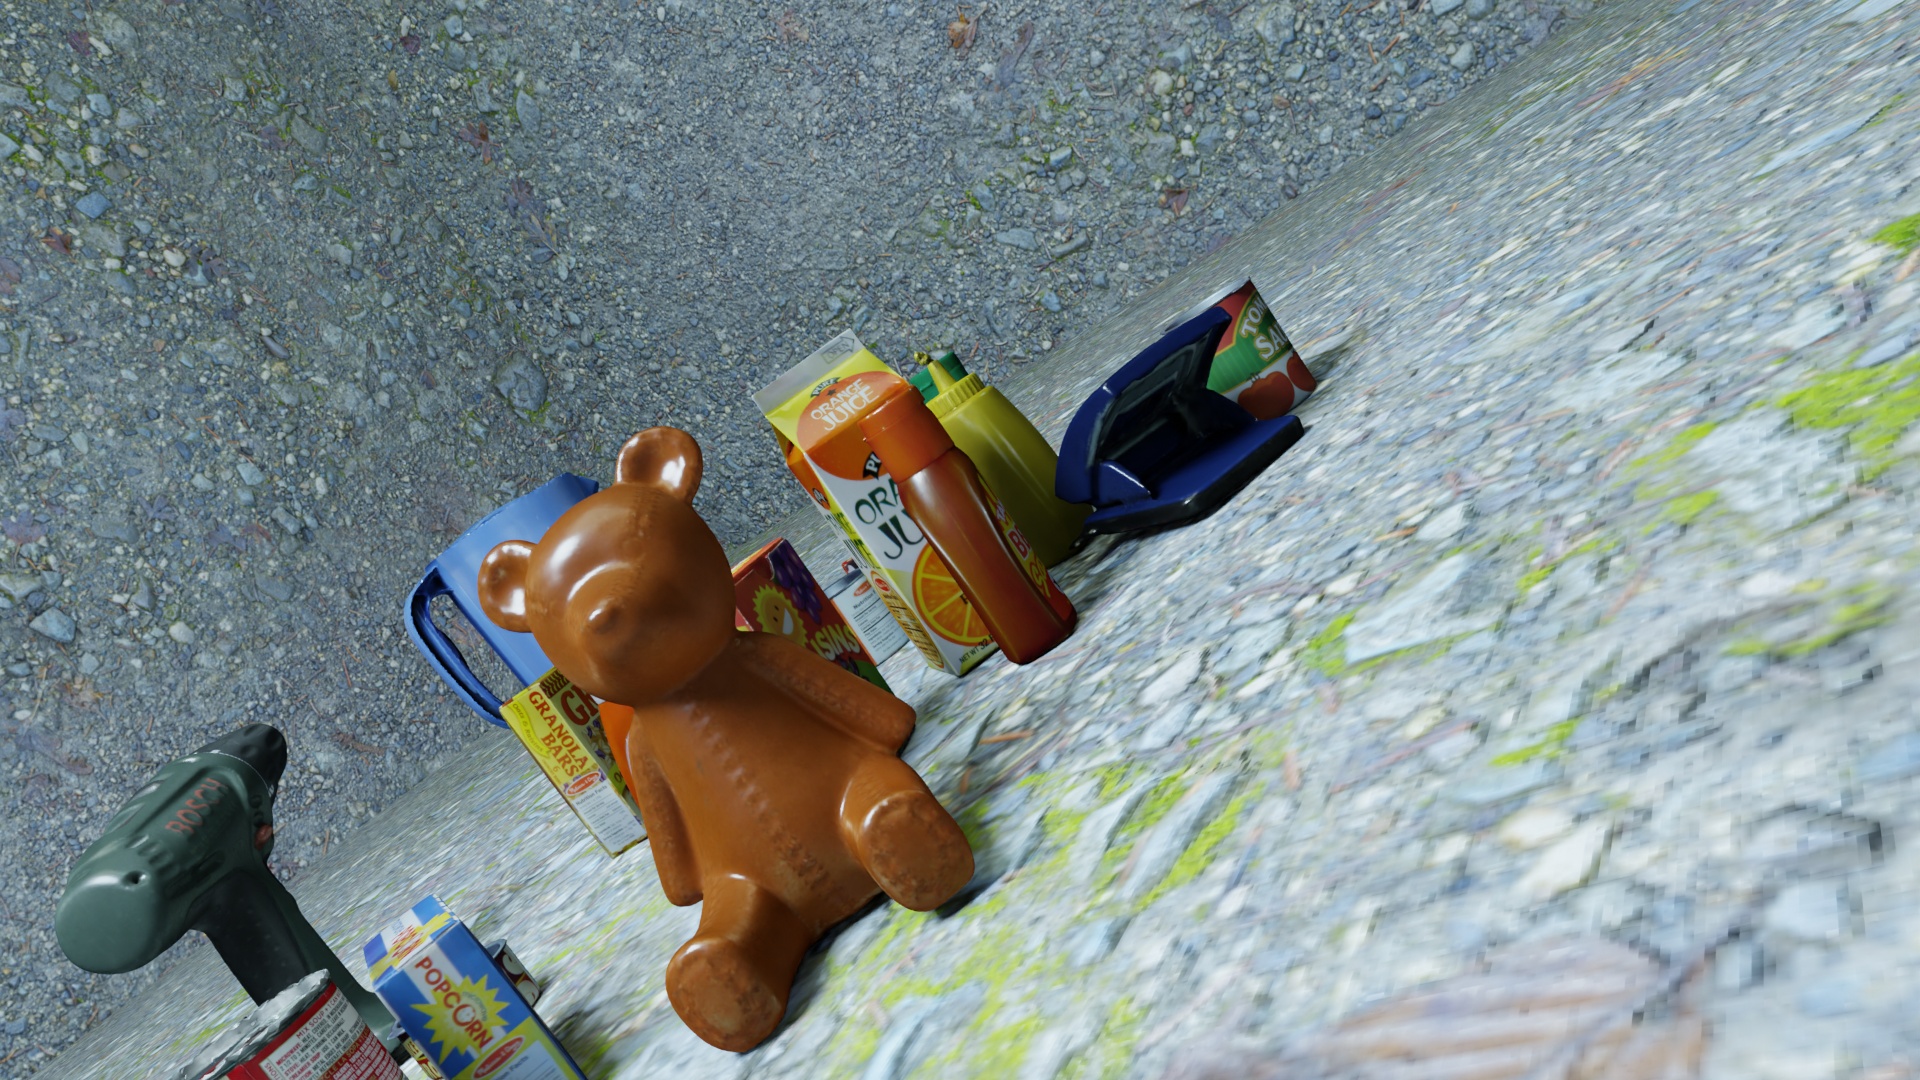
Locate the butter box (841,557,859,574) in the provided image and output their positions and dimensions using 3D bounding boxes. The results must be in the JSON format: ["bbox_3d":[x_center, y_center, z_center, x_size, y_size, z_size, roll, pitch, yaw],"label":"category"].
[{"bbox_3d":[-0.040,0.012,1.130,0.104,0.053,0.024,-36,7,-9],"label":"butter box"}]

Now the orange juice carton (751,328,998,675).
[{"bbox_3d":[-0.035,-0.022,0.786,0.072,0.192,0.073,-36,7,-13],"label":"orange juice carton"}]

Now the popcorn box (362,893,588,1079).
[{"bbox_3d":[-0.197,0.191,0.560,0.038,0.085,0.126,-38,8,-25],"label":"popcorn box"}]

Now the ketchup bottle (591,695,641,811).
[{"bbox_3d":[-0.128,0.093,0.631,0.064,0.148,0.044,-33,7,14],"label":"ketchup bottle"}]

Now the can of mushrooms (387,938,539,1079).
[{"bbox_3d":[-0.249,0.236,0.695,0.071,0.033,0.071,-34,7,5],"label":"can of mushrooms"}]

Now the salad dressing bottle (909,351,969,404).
[{"bbox_3d":[0.021,-0.058,0.946,0.064,0.147,0.044,-29,9,38],"label":"salad dressing bottle"}]

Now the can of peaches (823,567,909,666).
[{"bbox_3d":[-0.075,0.059,0.969,0.071,0.058,0.071,-34,7,5],"label":"can of peaches"}]

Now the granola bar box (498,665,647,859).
[{"bbox_3d":[-0.235,0.128,0.967,0.039,0.124,0.166,-33,8,15],"label":"granola bar box"}]

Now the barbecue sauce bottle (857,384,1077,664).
[{"bbox_3d":[0.003,-0.009,0.714,0.043,0.148,0.065,-34,7,8],"label":"barbecue sauce bottle"}]

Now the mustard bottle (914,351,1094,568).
[{"bbox_3d":[0.022,-0.057,0.884,0.065,0.160,0.049,-28,9,41],"label":"mustard bottle"}]

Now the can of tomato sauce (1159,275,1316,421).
[{"bbox_3d":[0.179,-0.117,0.885,0.071,0.083,0.071,-34,7,5],"label":"can of tomato sauce"}]

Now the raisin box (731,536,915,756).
[{"bbox_3d":[-0.079,0.067,0.681,0.040,0.123,0.086,-32,8,20],"label":"raisin box"}]
